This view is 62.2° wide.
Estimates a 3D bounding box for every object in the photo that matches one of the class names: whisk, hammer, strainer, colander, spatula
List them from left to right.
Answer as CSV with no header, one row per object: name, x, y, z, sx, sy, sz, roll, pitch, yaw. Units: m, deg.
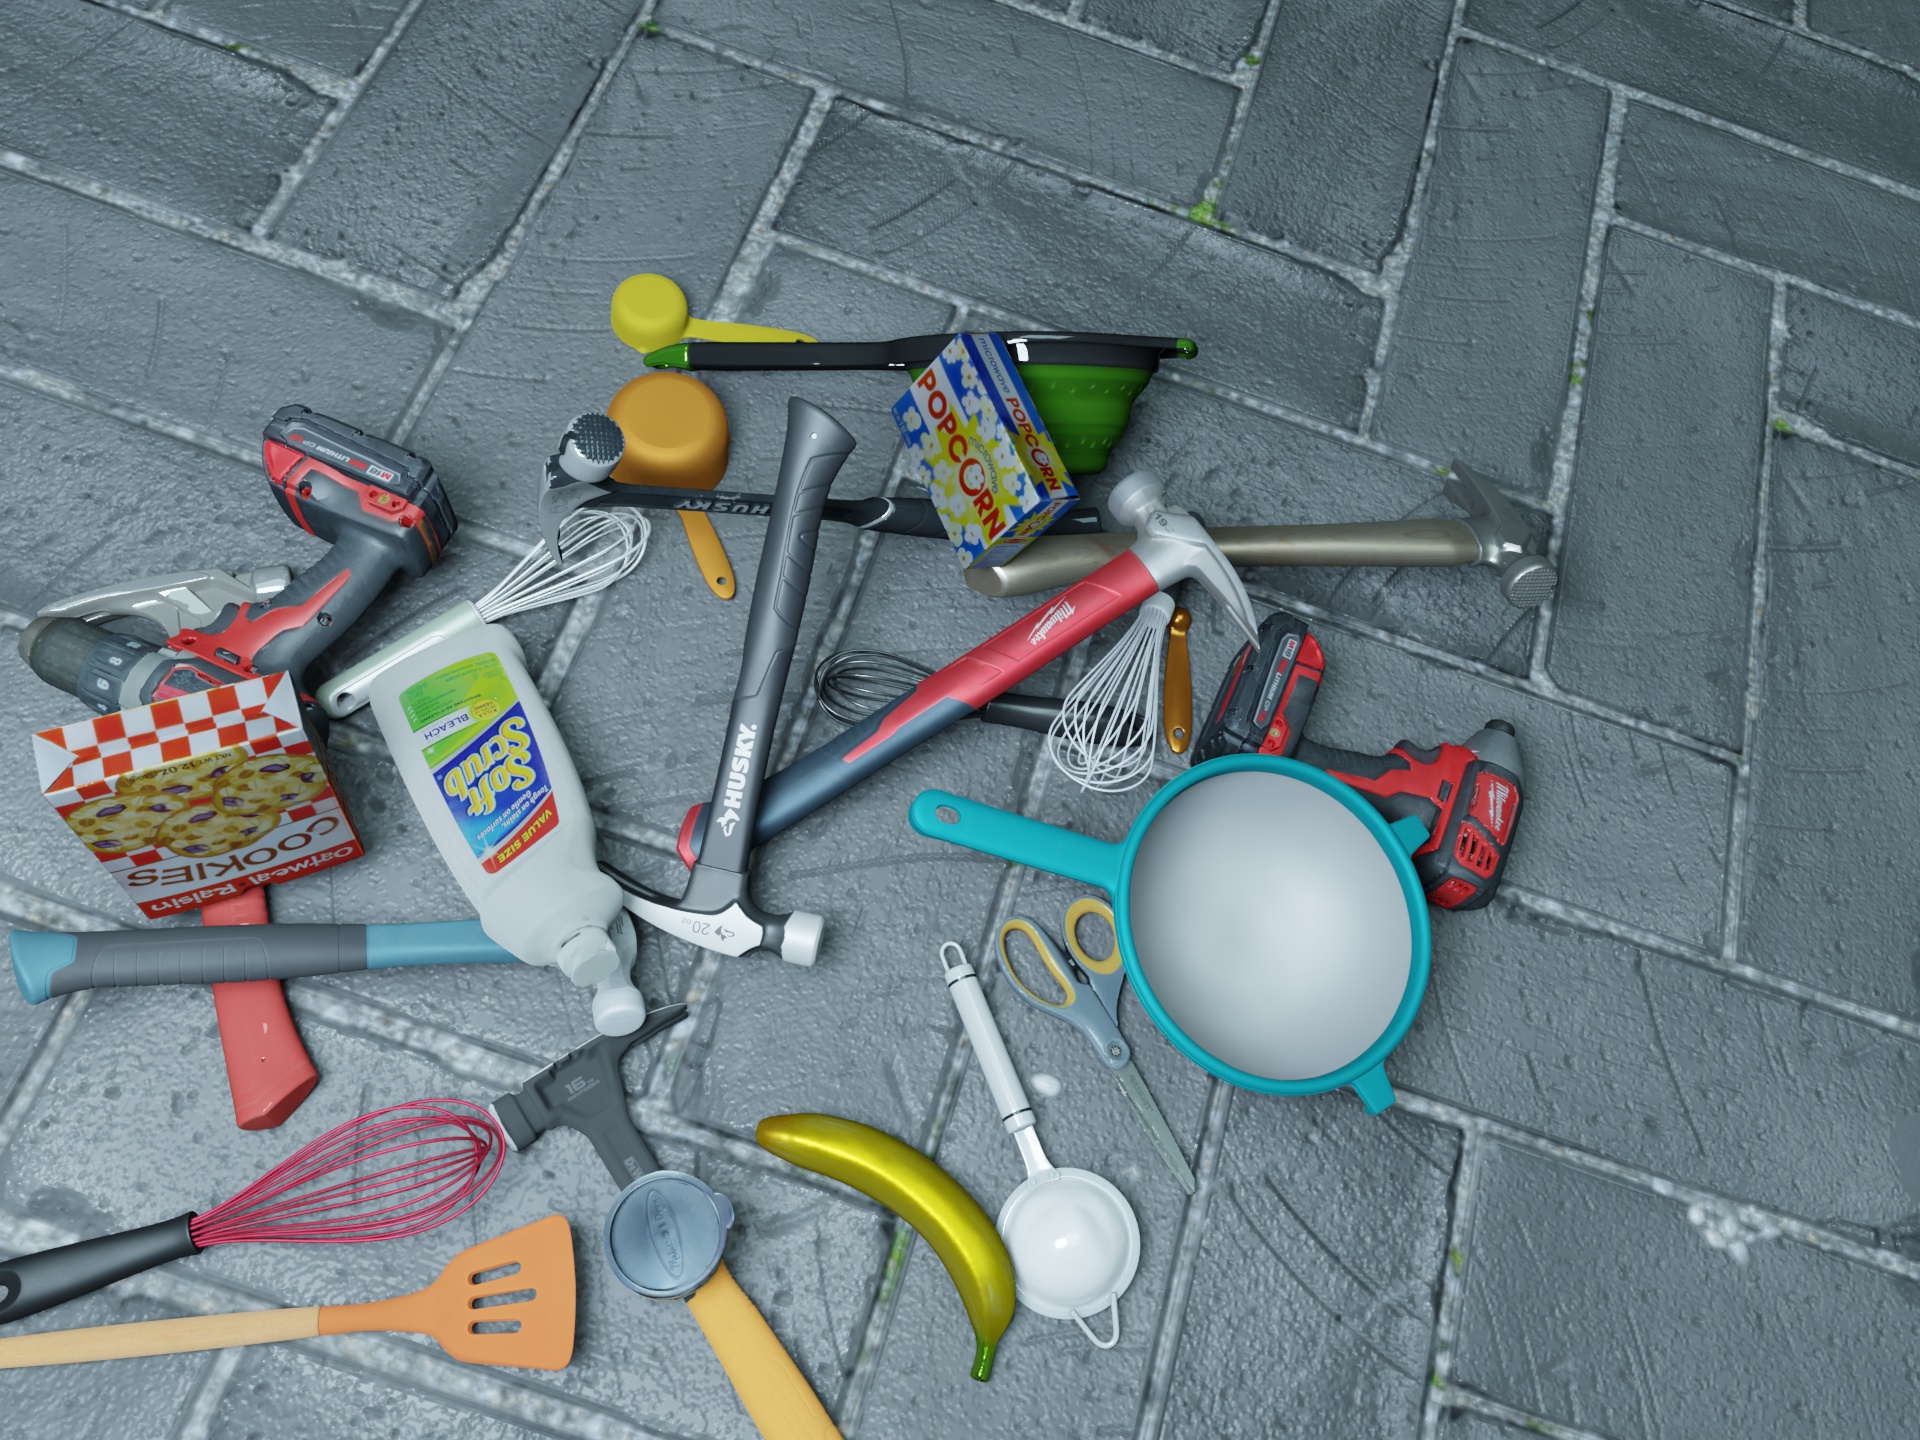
hammer,-0.454,0.070,0.957,0.149,0.036,0.359,-13,68,-16
whisk,-0.396,0.273,0.865,0.296,0.073,0.073,-15,69,-10
spatula,-0.370,0.323,0.852,0.322,0.041,0.081,-2,67,-10
hammer,-0.352,0.130,0.904,0.331,0.033,0.128,0,45,-22
whisk,-0.311,-0.072,1.046,0.246,0.057,0.059,-35,41,-18
hammer,-0.129,0.325,0.899,0.127,0.034,0.337,-30,74,-20
hammer,-0.125,-0.027,0.958,0.146,0.035,0.335,12,93,2
hammer,-0.079,-0.136,1.058,0.408,0.149,0.036,1,71,-29
colander,-0.031,-0.223,1.139,0.397,0.204,0.094,2,99,7
hammer,-0.002,-0.003,0.999,0.386,0.038,0.143,-33,64,-1
whisk,0.018,-0.008,1.075,0.239,0.055,0.055,9,64,-11
strainer,0.038,0.251,0.963,0.087,0.050,0.259,-22,67,-4
whisk,0.128,-0.055,1.092,0.070,0.070,0.285,25,49,2
strainer,0.122,0.114,0.997,0.340,0.095,0.211,18,68,-9
hammer,0.202,-0.127,1.116,0.410,0.038,0.146,-4,42,-12

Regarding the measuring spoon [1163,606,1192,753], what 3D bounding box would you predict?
measuring spoon,0.155,-0.031,1.129,0.021,0.011,0.117,7,64,-7

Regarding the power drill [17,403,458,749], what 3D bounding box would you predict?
power drill,-0.437,-0.080,0.973,0.188,0.080,0.227,23,66,6

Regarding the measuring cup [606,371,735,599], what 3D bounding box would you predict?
measuring cup,-0.190,-0.167,1.106,0.095,0.052,0.174,-18,68,-18

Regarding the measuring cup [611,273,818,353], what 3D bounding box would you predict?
measuring cup,-0.181,-0.297,1.181,0.156,0.029,0.062,8,64,-5

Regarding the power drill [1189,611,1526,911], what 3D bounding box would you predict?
power drill,0.283,0.023,1.094,0.219,0.078,0.143,28,64,0
